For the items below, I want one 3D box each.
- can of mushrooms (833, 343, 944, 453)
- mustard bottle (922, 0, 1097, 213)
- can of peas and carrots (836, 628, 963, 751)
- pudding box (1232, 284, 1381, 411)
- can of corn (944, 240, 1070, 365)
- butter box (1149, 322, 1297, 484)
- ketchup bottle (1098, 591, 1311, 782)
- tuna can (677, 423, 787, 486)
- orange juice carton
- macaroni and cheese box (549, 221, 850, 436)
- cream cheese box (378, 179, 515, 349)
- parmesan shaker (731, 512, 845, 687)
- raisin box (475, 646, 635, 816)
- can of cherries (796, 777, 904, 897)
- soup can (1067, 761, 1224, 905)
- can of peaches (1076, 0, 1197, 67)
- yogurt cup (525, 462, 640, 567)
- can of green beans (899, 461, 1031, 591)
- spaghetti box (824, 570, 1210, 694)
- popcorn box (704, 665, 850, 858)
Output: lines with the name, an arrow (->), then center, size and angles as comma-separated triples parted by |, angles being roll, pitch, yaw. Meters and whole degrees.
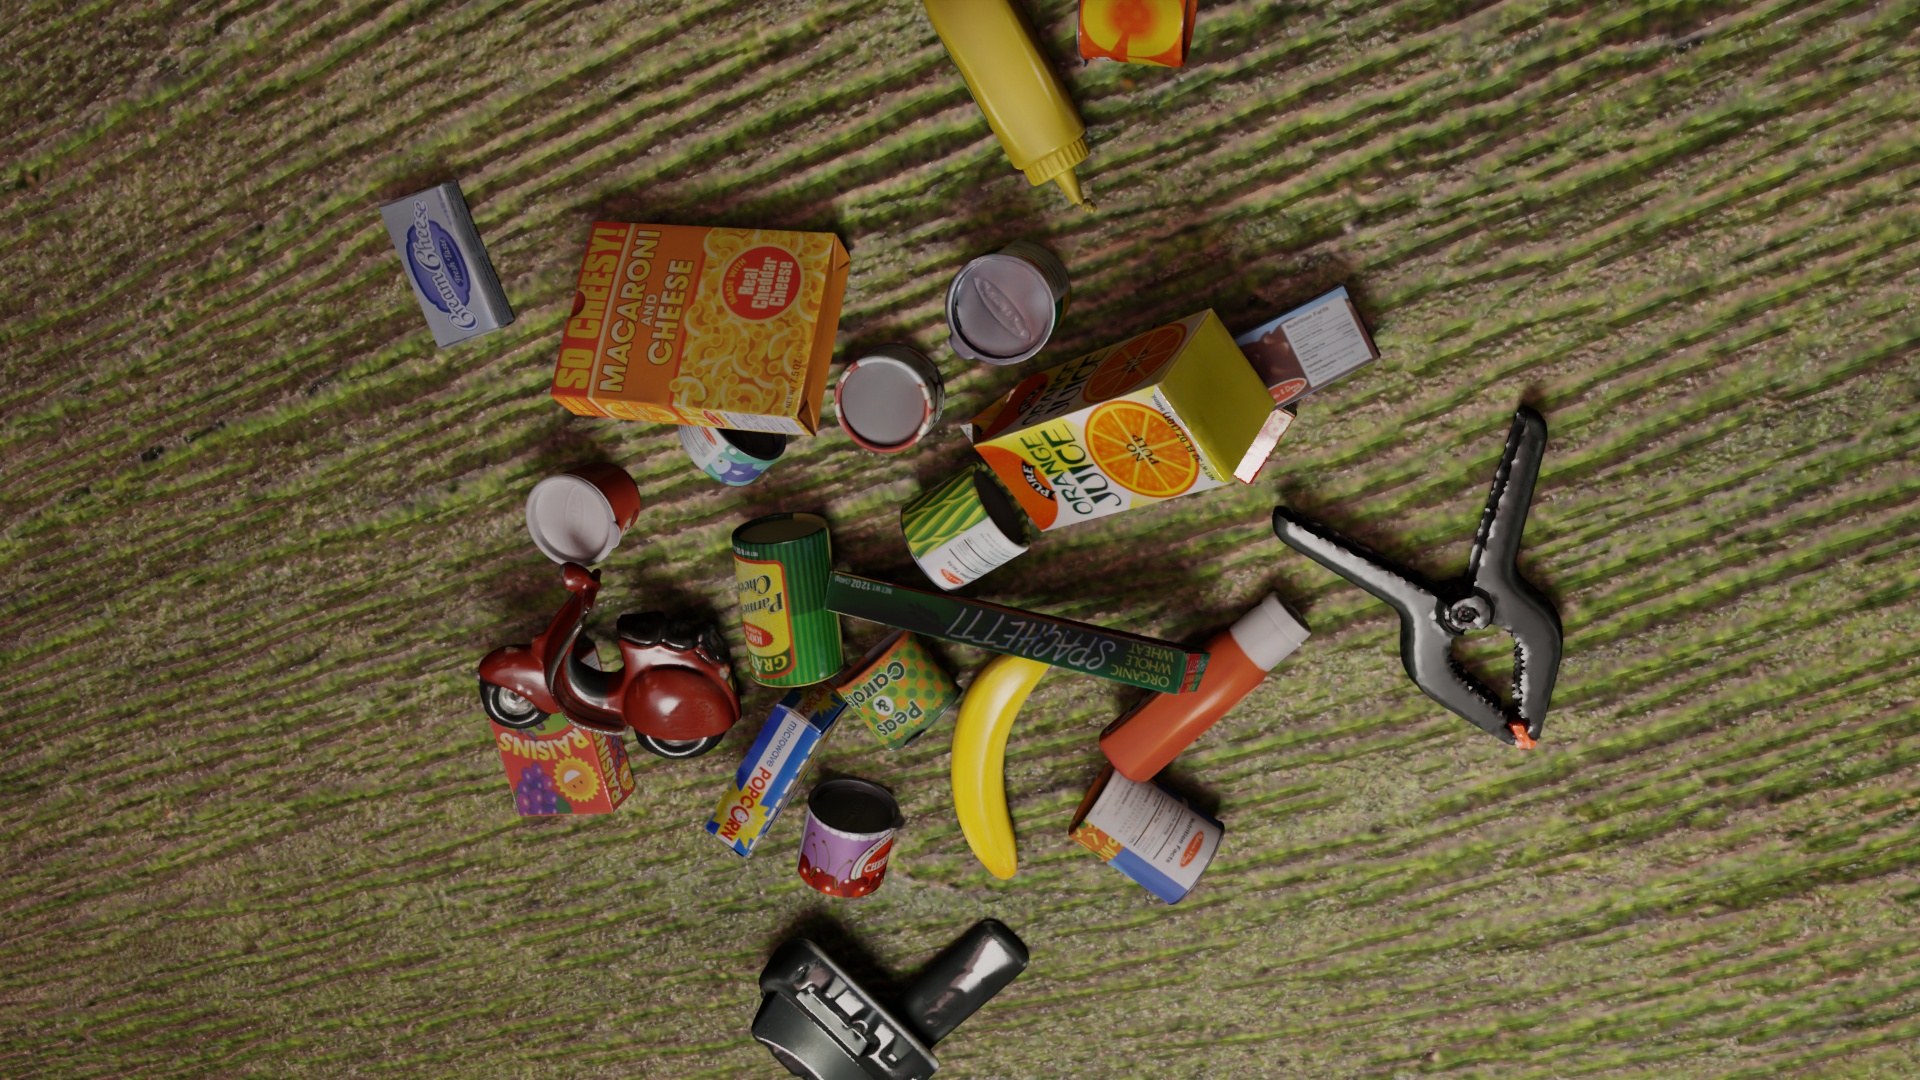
can of mushrooms -> -0.046, -0.089, 0.895 | 0.071, 0.033, 0.070 | 5, 111, 13
mustard bottle -> 0.034, -0.256, 0.795 | 0.048, 0.065, 0.160 | -26, 105, 18
can of peas and carrots -> -0.043, 0.101, 0.943 | 0.070, 0.071, 0.058 | -38, 96, 24
pudding box -> 0.193, -0.109, 0.807 | 0.083, 0.030, 0.049 | -27, 92, 6
can of corn -> 0.028, -0.143, 0.840 | 0.071, 0.058, 0.071 | 5, 111, 14
butter box -> 0.148, -0.083, 0.847 | 0.103, 0.024, 0.053 | 32, 114, 2
ketchup bottle -> 0.158, 0.094, 0.892 | 0.148, 0.065, 0.043 | -43, 75, 16
tuna can -> -0.148, -0.071, 0.913 | 0.032, 0.071, 0.071 | -39, 96, 30
orange juice carton -> 0.080, -0.063, 0.819 | 0.192, 0.073, 0.071 | -15, 121, 49
macaroni and cheese box -> -0.163, -0.135, 0.872 | 0.166, 0.040, 0.124 | 6, 75, 13
cream cheese box -> -0.350, -0.188, 0.947 | 0.053, 0.024, 0.103 | -13, 106, 20
parmesan shaker -> -0.118, 0.039, 0.945 | 0.071, 0.071, 0.102 | 0, 109, 16
raisin box -> -0.305, 0.145, 1.051 | 0.086, 0.040, 0.123 | -6, 107, 17
can of cherries -> -0.079, 0.214, 0.997 | 0.071, 0.072, 0.058 | 17, 114, 9
soup can -> 0.124, 0.195, 0.936 | 0.084, 0.071, 0.071 | 34, 115, 2
can of peaches -> 0.098, -0.293, 0.761 | 0.058, 0.071, 0.071 | 9, 112, 12
yogurt cup -> -0.260, -0.021, 0.967 | 0.072, 0.054, 0.072 | 5, 111, 14
can of green beans -> 0.004, -0.009, 0.892 | 0.057, 0.071, 0.071 | -31, 99, 23
spaghetti box -> 0.032, 0.057, 0.889 | 0.250, 0.050, 0.028 | 12, 91, 23
popcorn box -> -0.123, 0.150, 0.975 | 0.038, 0.085, 0.126 | 33, 115, 3
